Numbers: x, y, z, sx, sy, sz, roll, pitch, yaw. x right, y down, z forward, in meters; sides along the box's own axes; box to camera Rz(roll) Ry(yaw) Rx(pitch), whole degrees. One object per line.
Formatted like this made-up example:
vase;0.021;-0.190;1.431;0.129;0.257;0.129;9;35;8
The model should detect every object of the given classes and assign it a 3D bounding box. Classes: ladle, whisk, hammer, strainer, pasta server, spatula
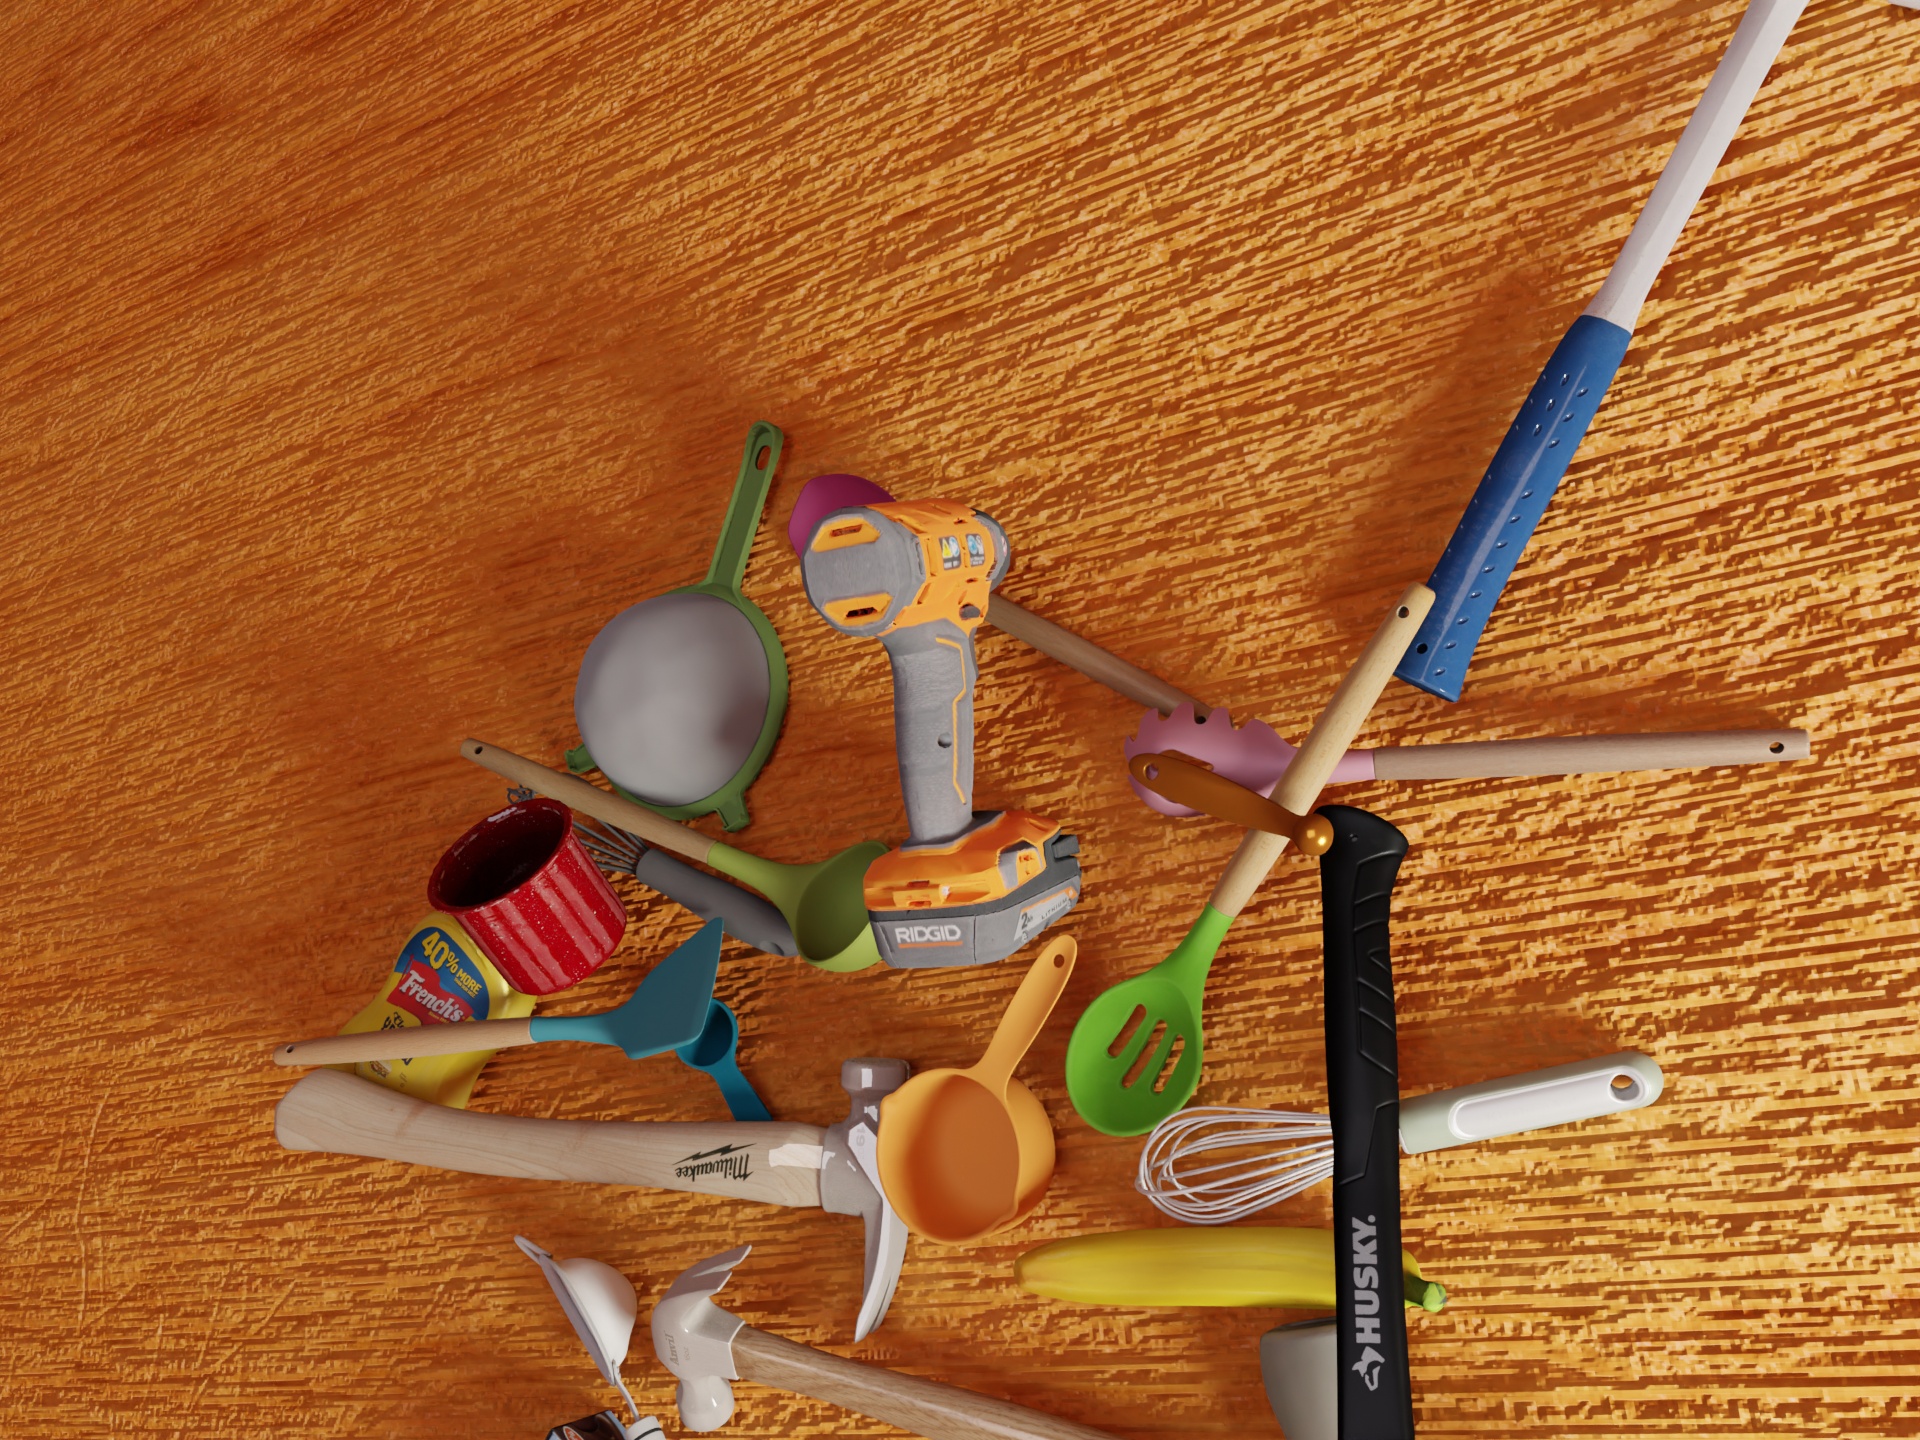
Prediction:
ladle;-0.170;0.063;0.926;0.320;0.062;0.078;20;70;20
whisk;0.196;0.190;0.736;0.246;0.059;0.058;-18;90;20
hammer;0.172;0.190;0.699;0.146;0.035;0.335;-6;59;19
strainer;-0.179;0.389;0.888;0.050;0.086;0.259;-22;57;-23
hammer;-0.224;0.258;0.921;0.411;0.038;0.146;0;82;19
hammer;0.308;-0.200;0.760;0.144;0.035;0.405;30;95;30
strainer;-0.168;-0.067;0.973;0.151;0.069;0.256;18;90;30
pasta server;0.227;0.017;0.761;0.316;0.040;0.060;-4;104;22
hammer;-0.013;0.347;0.803;0.331;0.031;0.130;7;121;23
whisk;-0.188;0.086;0.968;0.239;0.055;0.055;24;92;26
spatula;-0.281;0.180;0.949;0.317;0.044;0.082;-9;47;16

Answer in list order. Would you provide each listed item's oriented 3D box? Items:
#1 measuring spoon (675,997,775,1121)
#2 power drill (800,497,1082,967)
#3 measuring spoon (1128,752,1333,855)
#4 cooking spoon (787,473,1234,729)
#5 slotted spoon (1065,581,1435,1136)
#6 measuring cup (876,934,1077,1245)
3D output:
measuring spoon;-0.124;0.218;0.926;0.042;0.021;0.129;-38;74;11
power drill;-0.001;-0.003;0.822;0.084;0.164;0.226;-7;97;27
measuring spoon;0.125;0.038;0.761;0.117;0.011;0.021;22;99;39
cooking spoon;0.019;-0.063;0.900;0.319;0.017;0.068;30;103;30
slotted spoon;0.141;0.071;0.769;0.070;0.031;0.313;38;111;28
measuring cup;0.026;0.187;0.823;0.095;0.052;0.173;32;97;32
